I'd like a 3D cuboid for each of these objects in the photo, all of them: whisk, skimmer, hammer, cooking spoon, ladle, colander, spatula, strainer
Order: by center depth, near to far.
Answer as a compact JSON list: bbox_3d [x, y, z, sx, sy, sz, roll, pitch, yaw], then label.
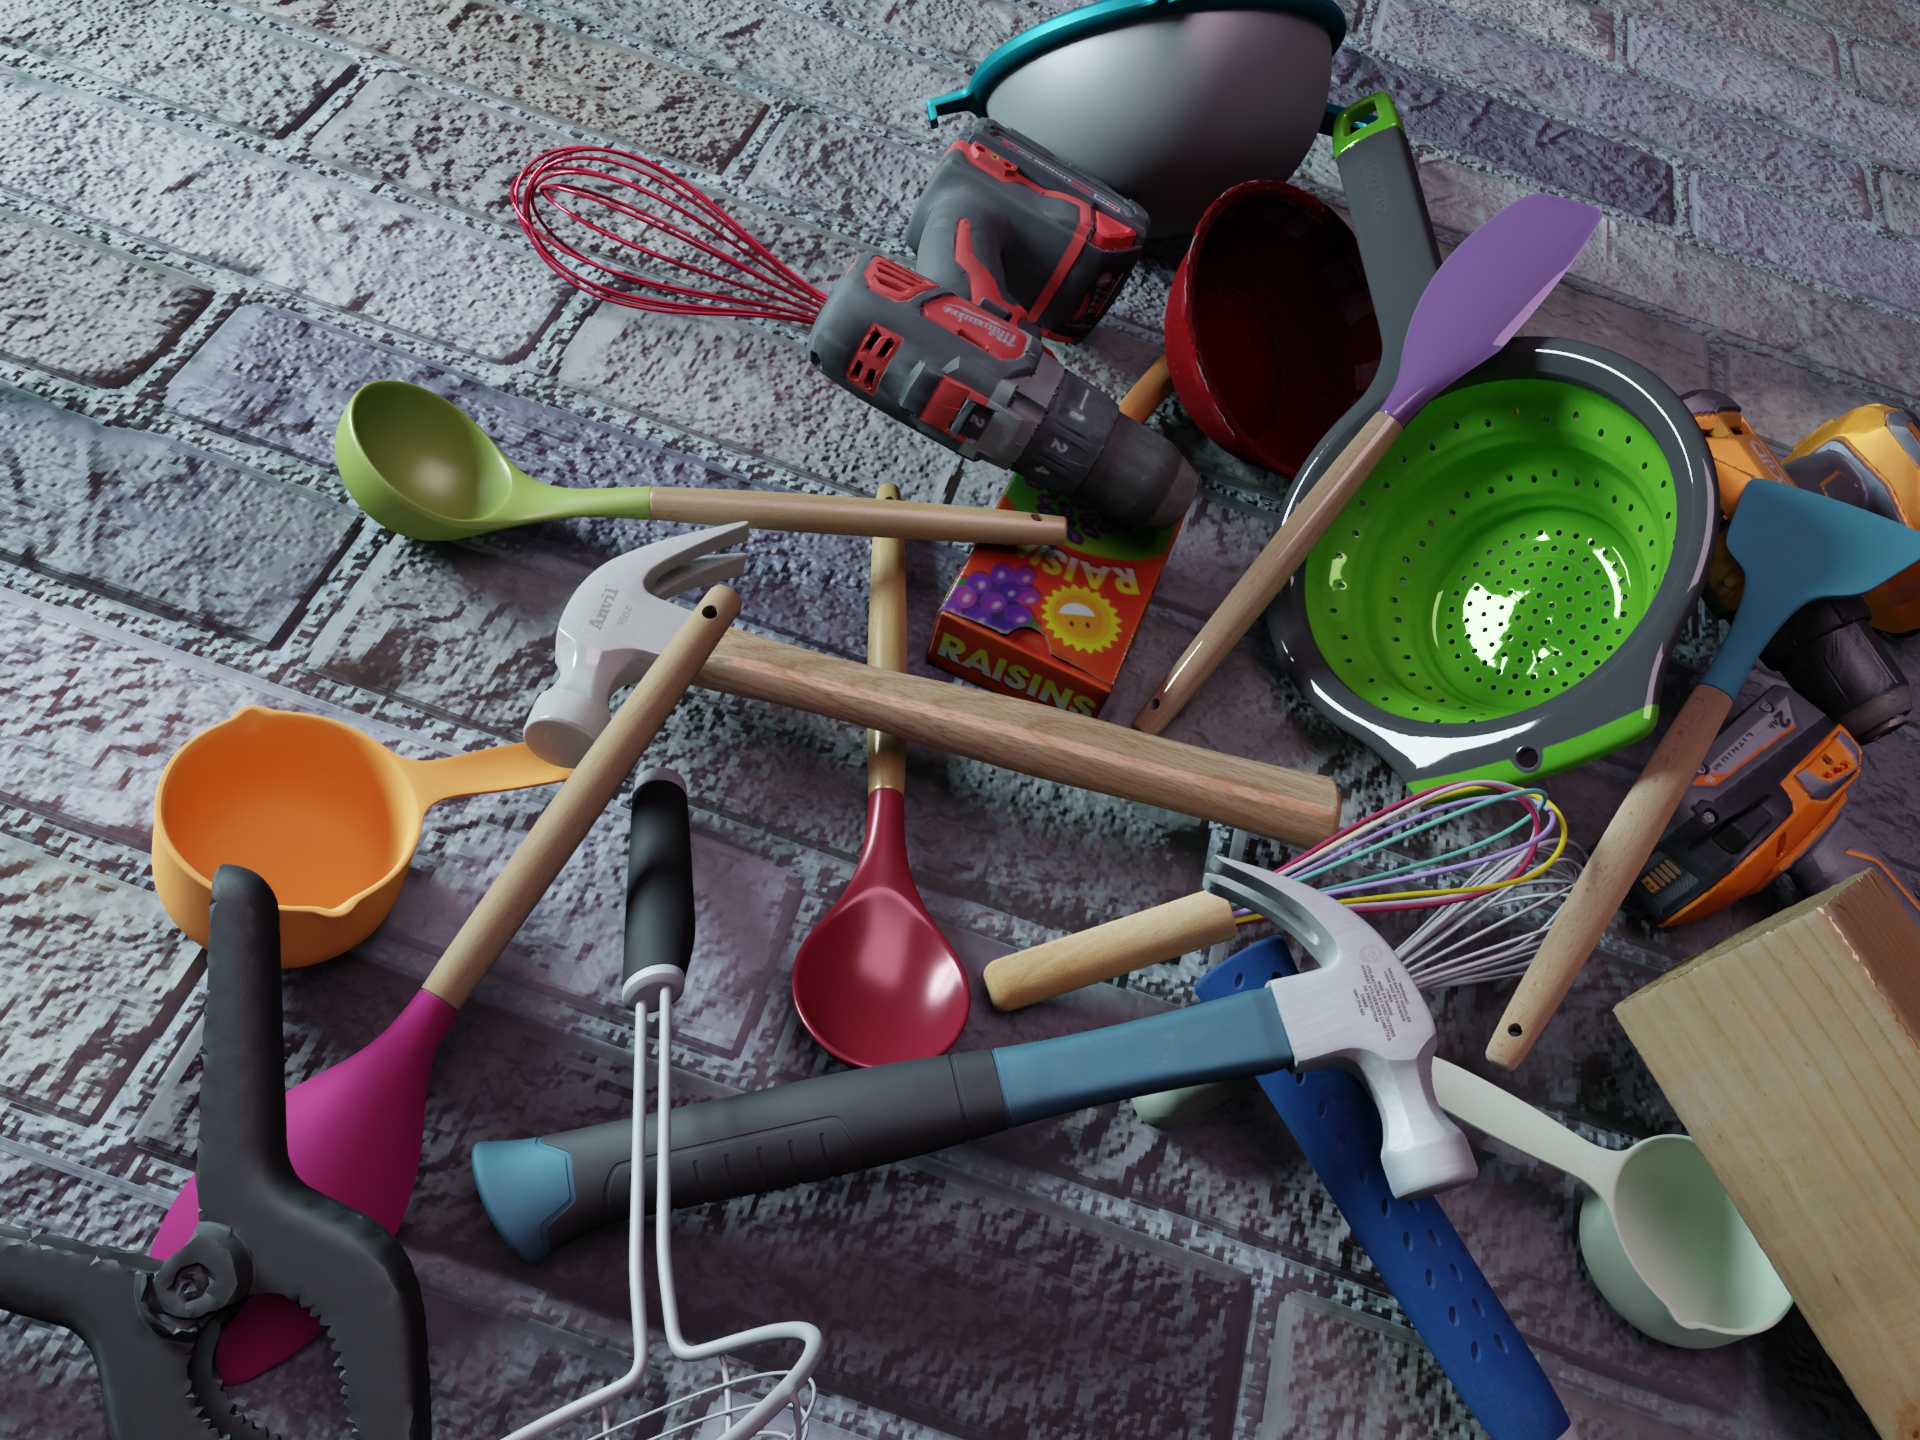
[{"bbox_3d":[-0.108,0.106,0.483,0.127,0.090,0.364,-25,34,7],"label":"skimmer"},{"bbox_3d":[0.199,0.256,0.535,0.144,0.035,0.406,-21,67,-27],"label":"hammer"},{"bbox_3d":[0.000,0.131,0.549,0.331,0.033,0.128,-11,65,-5],"label":"hammer"},{"bbox_3d":[-0.167,0.076,0.558,0.069,0.017,0.319,29,68,6],"label":"cooking spoon"},{"bbox_3d":[0.128,0.072,0.635,0.245,0.051,0.047,-17,73,-5],"label":"whisk"},{"bbox_3d":[0.174,0.109,0.655,0.246,0.059,0.058,-21,25,-23],"label":"whisk"},{"bbox_3d":[-0.001,-0.002,0.665,0.331,0.031,0.130,14,49,-5],"label":"hammer"},{"bbox_3d":[0.306,0.016,0.669,0.082,0.044,0.317,29,75,29],"label":"spatula"},{"bbox_3d":[-0.033,0.011,0.681,0.069,0.031,0.316,7,51,-10],"label":"ladle"},{"bbox_3d":[-0.110,-0.104,0.703,0.320,0.062,0.078,4,44,-4],"label":"ladle"},{"bbox_3d":[0.180,-0.118,0.731,0.316,0.018,0.060,-52,47,-2],"label":"spatula"},{"bbox_3d":[0.248,-0.140,0.780,0.094,0.204,0.397,28,48,-48],"label":"colander"},{"bbox_3d":[-0.088,-0.216,0.818,0.295,0.073,0.073,21,52,-8],"label":"whisk"},{"bbox_3d":[0.134,-0.210,0.892,0.081,0.041,0.323,33,57,11],"label":"spatula"},{"bbox_3d":[0.159,-0.333,0.936,0.340,0.211,0.095,-9,93,-44],"label":"strainer"}]

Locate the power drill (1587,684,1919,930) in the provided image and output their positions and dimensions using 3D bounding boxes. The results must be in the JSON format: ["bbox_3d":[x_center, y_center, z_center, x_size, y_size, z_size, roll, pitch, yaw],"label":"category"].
[{"bbox_3d":[0.391,0.109,0.689,0.164,0.084,0.227,-32,71,-30],"label":"power drill"}]

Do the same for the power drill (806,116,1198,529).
[{"bbox_3d":[0.038,-0.192,0.780,0.188,0.080,0.227,28,39,-8],"label":"power drill"}]

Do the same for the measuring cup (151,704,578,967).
[{"bbox_3d":[-0.213,0.040,0.602,0.173,0.052,0.095,-12,57,-41],"label":"measuring cup"}]

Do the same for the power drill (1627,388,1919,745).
[{"bbox_3d":[0.449,-0.081,0.808,0.226,0.084,0.185,-7,63,-38],"label":"power drill"}]

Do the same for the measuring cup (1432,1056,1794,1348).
[{"bbox_3d":[0.239,0.181,0.622,0.167,0.038,0.083,29,53,10],"label":"measuring cup"}]
